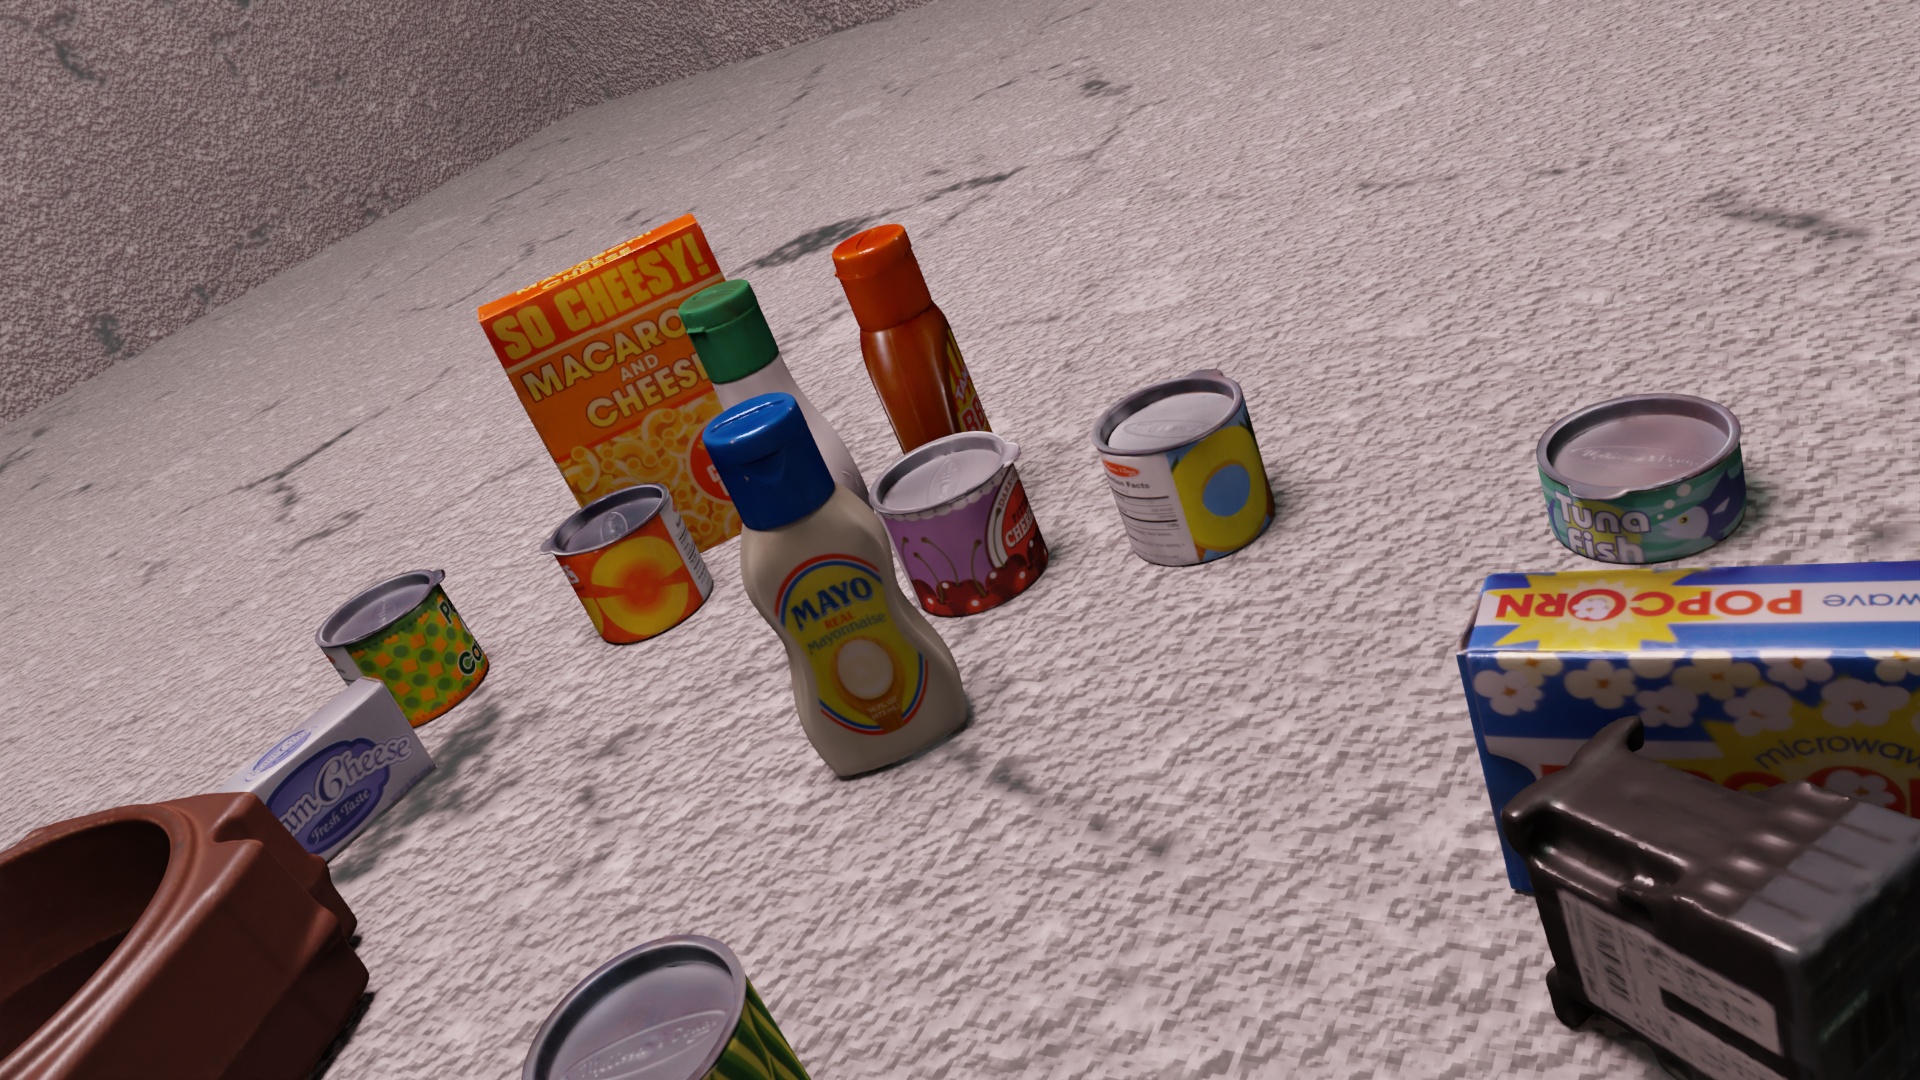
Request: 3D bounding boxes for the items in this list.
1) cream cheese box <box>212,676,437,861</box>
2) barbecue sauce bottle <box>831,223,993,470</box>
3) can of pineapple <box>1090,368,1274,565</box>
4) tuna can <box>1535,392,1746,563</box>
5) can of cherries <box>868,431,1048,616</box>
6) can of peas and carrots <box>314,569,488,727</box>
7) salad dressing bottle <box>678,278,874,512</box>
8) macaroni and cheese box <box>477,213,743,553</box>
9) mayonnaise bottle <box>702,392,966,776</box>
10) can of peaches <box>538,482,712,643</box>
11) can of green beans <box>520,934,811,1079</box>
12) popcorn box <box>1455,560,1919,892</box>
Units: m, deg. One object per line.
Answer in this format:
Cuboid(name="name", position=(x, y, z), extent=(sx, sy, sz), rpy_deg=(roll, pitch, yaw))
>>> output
Cuboid(name="cream cheese box", position=(-0.294, 0.115, 0.630), extent=(0.024, 0.053, 0.104), rpy_deg=(2, 36, 40))
Cuboid(name="barbecue sauce bottle", position=(-0.018, -0.076, 0.664), extent=(0.043, 0.148, 0.065), rpy_deg=(-15, 28, 16))
Cuboid(name="can of pineapple", position=(0.098, -0.031, 0.596), extent=(0.071, 0.057, 0.071), rpy_deg=(-18, 27, 10))
Cuboid(name="tuna can", position=(0.242, -0.021, 0.497), extent=(0.071, 0.032, 0.071), rpy_deg=(-18, 27, 10))
Cuboid(name="can of cherries", position=(0.002, -0.008, 0.624), extent=(0.071, 0.058, 0.072), rpy_deg=(-18, 27, 10))
Cuboid(name="can of peas and carrots", position=(-0.288, 0.056, 0.727), extent=(0.071, 0.058, 0.071), rpy_deg=(-18, 27, 10))
Cuboid(name="salad dressing bottle", position=(-0.090, -0.054, 0.680), extent=(0.064, 0.147, 0.044), rpy_deg=(1, 36, 39))
Cuboid(name="macaroni and cheese box", position=(-0.164, -0.075, 0.751), extent=(0.124, 0.165, 0.040), rpy_deg=(-27, 27, -8))
Cuboid(name="mayonnaise bottle", position=(-0.050, 0.017, 0.520), extent=(0.065, 0.147, 0.041), rpy_deg=(-24, 27, -2))
Cuboid(name="can of peaches", position=(-0.172, 0.013, 0.718), extent=(0.071, 0.058, 0.071), rpy_deg=(-18, 27, 10))
Cuboid(name="can of green beans", position=(-0.079, 0.156, 0.390), extent=(0.071, 0.057, 0.071), rpy_deg=(-18, 27, 10))
Cuboid(name="popcorn box", position=(0.198, 0.050, 0.344), extent=(0.126, 0.085, 0.038), rpy_deg=(-3, 33, 33))
